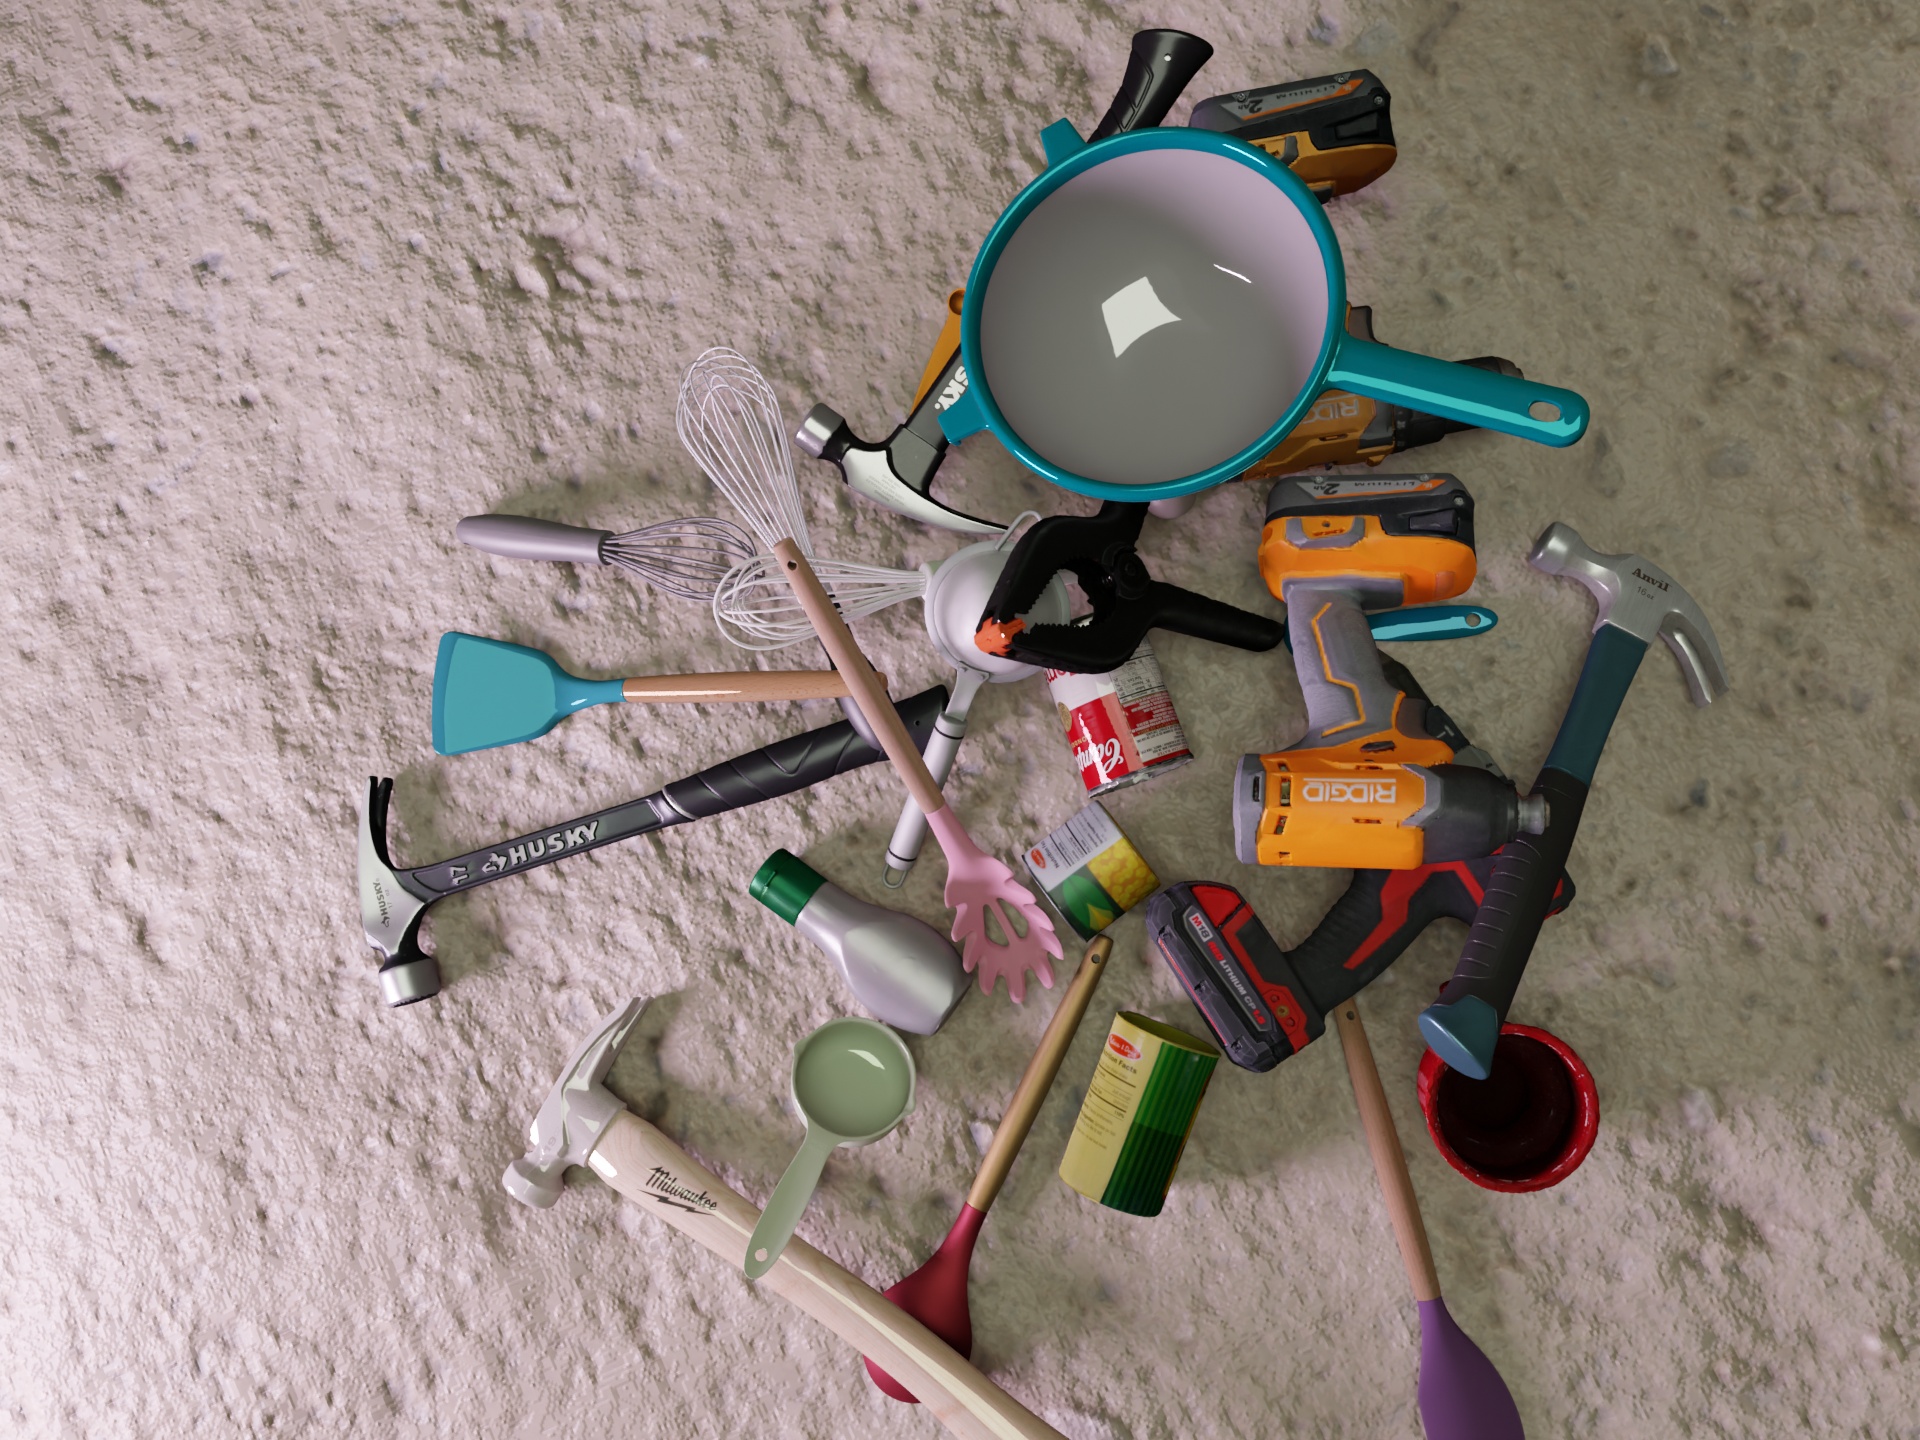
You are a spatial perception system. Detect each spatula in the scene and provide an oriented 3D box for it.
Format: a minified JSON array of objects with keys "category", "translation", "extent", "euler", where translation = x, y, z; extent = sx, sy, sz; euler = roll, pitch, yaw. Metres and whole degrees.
[{"category":"spatula","translation":[0.273,0.316,0.943],"extent":[0.059,0.018,0.316],"euler":[-15,84,-11]},{"category":"spatula","translation":[-0.193,-0.019,0.997],"extent":[0.317,0.044,0.082],"euler":[-2,82,24]}]

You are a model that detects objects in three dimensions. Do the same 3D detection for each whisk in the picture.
[{"category":"whisk","translation":[-0.104,-0.109,0.994],"extent":[0.070,0.070,0.285],"euler":[-28,79,5]},{"category":"whisk","translation":[-0.028,-0.082,0.961],"extent":[0.246,0.058,0.059],"euler":[-8,114,-18]},{"category":"whisk","translation":[-0.227,-0.109,1.008],"extent":[0.239,0.055,0.055],"euler":[9,87,24]}]

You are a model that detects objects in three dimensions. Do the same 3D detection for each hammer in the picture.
[{"category":"hammer","translation":[-0.199,0.054,1.020],"extent":[0.409,0.036,0.149],"euler":[-18,83,6]},{"category":"hammer","translation":[0.333,0.044,0.891],"extent":[0.128,0.033,0.331],"euler":[28,69,5]},{"category":"hammer","translation":[0.047,-0.268,0.970],"extent":[0.146,0.035,0.334],"euler":[34,101,-2]},{"category":"hammer","translation":[-0.084,0.331,0.960],"extent":[0.411,0.038,0.146],"euler":[31,89,15]}]

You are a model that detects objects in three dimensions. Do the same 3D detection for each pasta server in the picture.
[{"category":"pasta server","translation":[-0.027,0.032,0.937],"extent":[0.060,0.040,0.316],"euler":[-27,110,6]}]

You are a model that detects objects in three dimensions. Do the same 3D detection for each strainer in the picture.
[{"category":"strainer","translation":[0.170,-0.196,0.881],"extent":[0.340,0.095,0.211],"euler":[19,88,17]},{"category":"strainer","translation":[-0.002,-0.003,0.957],"extent":[0.087,0.050,0.258],"euler":[21,114,0]}]

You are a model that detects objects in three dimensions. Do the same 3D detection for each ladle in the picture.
[{"category":"ladle","translation":[0.023,0.276,0.978],"extent":[0.069,0.031,0.315],"euler":[25,88,9]}]

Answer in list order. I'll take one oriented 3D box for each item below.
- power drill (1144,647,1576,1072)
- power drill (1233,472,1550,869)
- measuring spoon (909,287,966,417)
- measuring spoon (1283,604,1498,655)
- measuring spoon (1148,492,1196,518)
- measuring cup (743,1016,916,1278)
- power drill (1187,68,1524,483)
[{"category":"power drill","translation":[0.219,0.081,0.935],"extent":[0.226,0.080,0.188],"euler":[-31,76,-2]},{"category":"power drill","translation":[0.241,-0.024,0.891],"extent":[0.164,0.084,0.227],"euler":[1,65,15]},{"category":"measuring spoon","translation":[-0.013,-0.222,1.026],"extent":[0.021,0.011,0.117],"euler":[18,92,9]},{"category":"measuring spoon","translation":[0.262,-0.059,0.968],"extent":[0.128,0.021,0.042],"euler":[-4,86,9]},{"category":"measuring spoon","translation":[0.138,-0.188,0.997],"extent":[0.034,0.018,0.124],"euler":[10,88,9]},{"category":"measuring cup","translation":[-0.086,0.258,0.954],"extent":[0.083,0.038,0.168],"euler":[27,62,5]},{"category":"power drill","translation":[0.233,-0.265,0.960],"extent":[0.185,0.084,0.226],"euler":[-8,90,7]}]
